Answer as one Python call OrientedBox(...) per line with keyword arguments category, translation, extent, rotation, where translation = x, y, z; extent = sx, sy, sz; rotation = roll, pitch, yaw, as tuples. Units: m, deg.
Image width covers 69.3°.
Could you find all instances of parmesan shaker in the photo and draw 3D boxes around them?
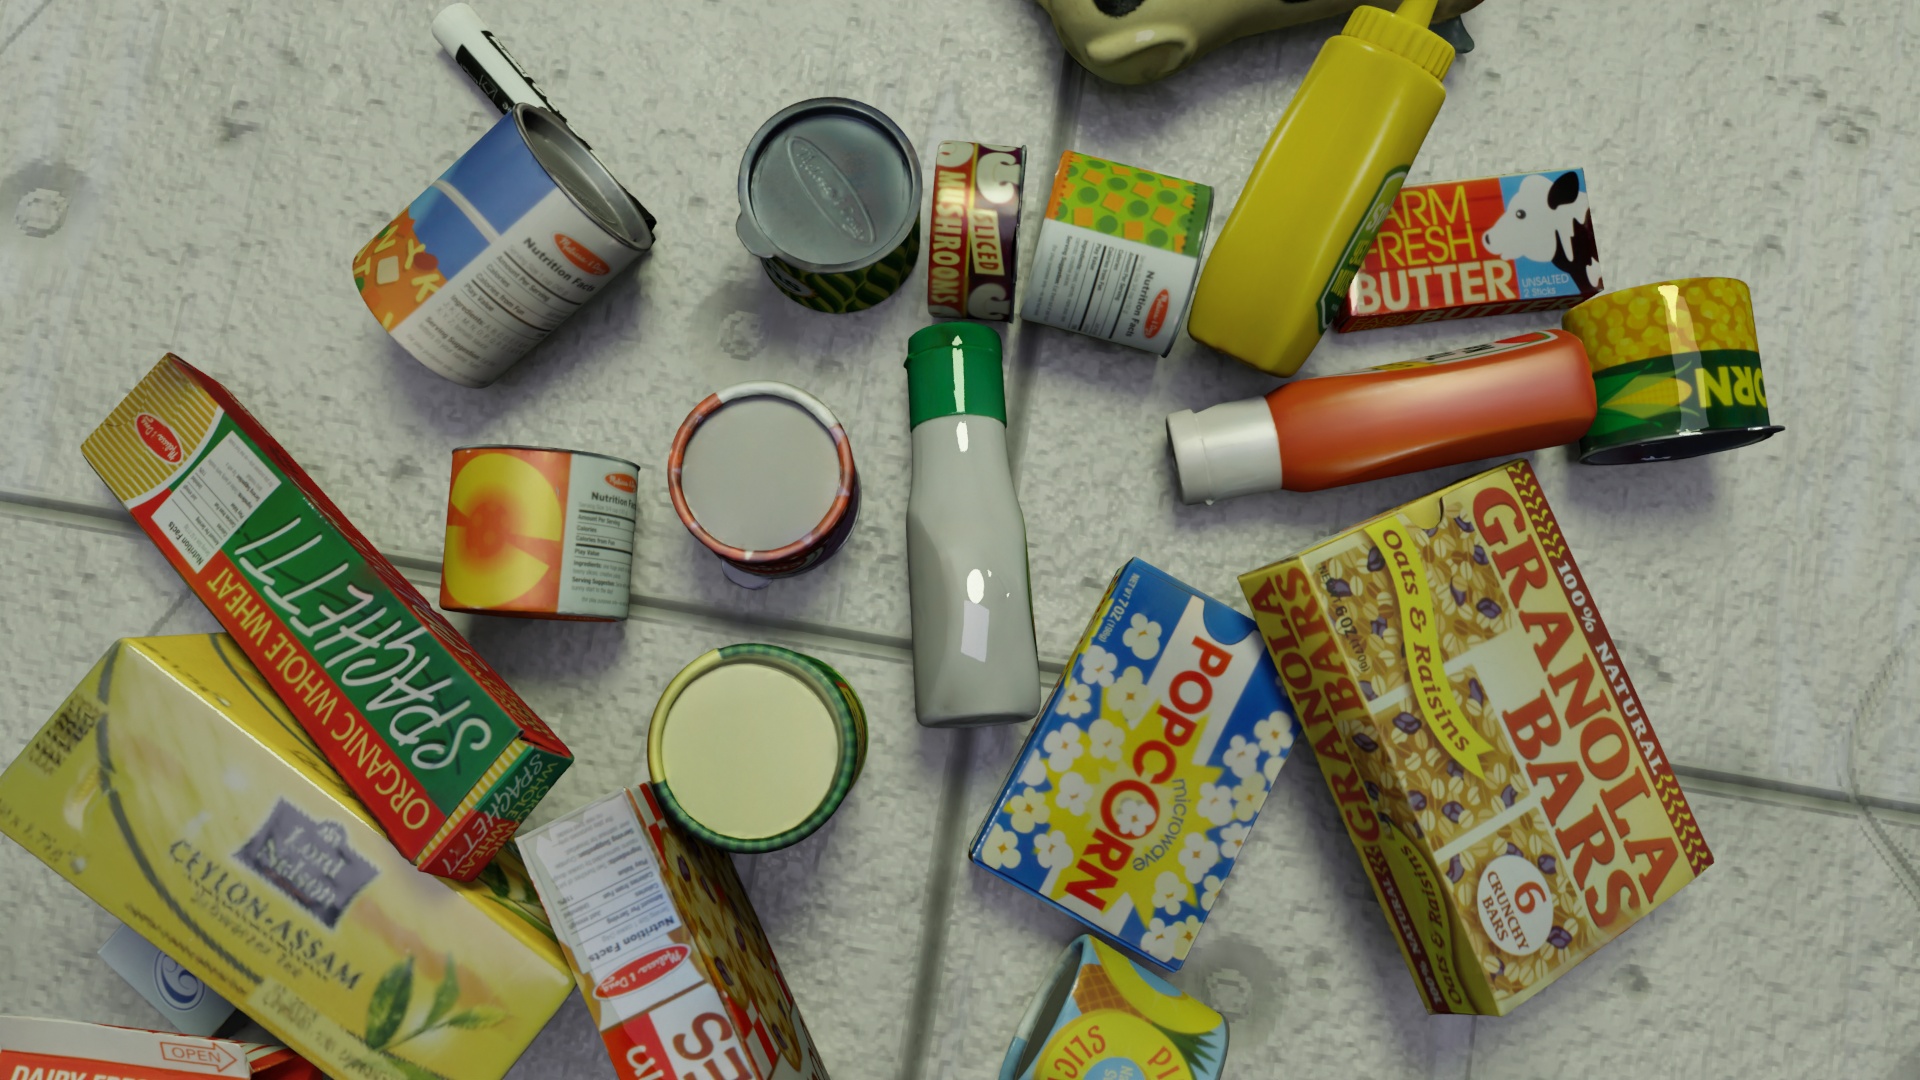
OrientedBox(category="parmesan shaker", translation=(-0.067, 0.072, 0.478), extent=(0.071, 0.103, 0.071), rotation=(0, 84, -2))

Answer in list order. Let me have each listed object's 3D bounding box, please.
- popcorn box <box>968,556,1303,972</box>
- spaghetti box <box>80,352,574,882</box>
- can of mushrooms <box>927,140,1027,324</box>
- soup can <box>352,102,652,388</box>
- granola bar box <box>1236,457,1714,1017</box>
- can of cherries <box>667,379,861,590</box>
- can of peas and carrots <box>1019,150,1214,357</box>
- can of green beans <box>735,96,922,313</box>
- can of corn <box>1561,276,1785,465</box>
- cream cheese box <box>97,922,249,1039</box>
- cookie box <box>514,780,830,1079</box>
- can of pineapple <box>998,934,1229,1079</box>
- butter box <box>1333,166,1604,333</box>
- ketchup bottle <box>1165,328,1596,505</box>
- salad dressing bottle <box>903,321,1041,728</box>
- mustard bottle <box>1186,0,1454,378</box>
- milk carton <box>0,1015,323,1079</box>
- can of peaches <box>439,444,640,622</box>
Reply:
OrientedBox(category="popcorn box", translation=(0.069, 0.082, 0.515), extent=(0.085, 0.038, 0.127), rotation=(29, 83, 2))
OrientedBox(category="spaghetti box", translation=(-0.218, 0.016, 0.460), extent=(0.250, 0.028, 0.050), rotation=(36, 83, 30))
OrientedBox(category="can of mushrooms", translation=(0.006, -0.115, 0.520), extent=(0.033, 0.071, 0.071), rotation=(5, 83, 0))
OrientedBox(category="soup can", translation=(-0.167, -0.108, 0.506), extent=(0.083, 0.071, 0.071), rotation=(-37, 86, 11))
OrientedBox(category="granola bar box", translation=(0.187, 0.065, 0.499), extent=(0.125, 0.039, 0.165), rotation=(-20, 84, -29))
OrientedBox(category="can of cherries", translation=(-0.071, -0.019, 0.511), extent=(0.071, 0.058, 0.071), rotation=(0, 83, -2))
OrientedBox(category="can of peas and carrots", translation=(0.059, -0.109, 0.525), extent=(0.059, 0.071, 0.071), rotation=(15, 83, 0))
OrientedBox(category="can of green beans", translation=(-0.048, -0.125, 0.525), extent=(0.071, 0.057, 0.071), rotation=(0, 84, -2))
OrientedBox(category="can of corn", translation=(0.268, -0.063, 0.524), extent=(0.071, 0.071, 0.058), rotation=(-4, 83, -3))
OrientedBox(category="cream cheese box", translation=(-0.253, 0.125, 0.504), extent=(0.053, 0.024, 0.104), rotation=(39, 83, 4))
OrientedBox(category="cookie box", translation=(-0.079, 0.160, 0.456), extent=(0.040, 0.123, 0.167), rotation=(-25, 85, -6))
OrientedBox(category="can of pineapple", translation=(0.053, 0.182, 0.486), extent=(0.058, 0.071, 0.071), rotation=(30, 83, 2))
OrientedBox(category="butter box", translation=(0.197, -0.115, 0.551), extent=(0.103, 0.024, 0.053), rotation=(-7, 83, -3))
OrientedBox(category="ketchup bottle", translation=(0.154, -0.044, 0.524), extent=(0.149, 0.065, 0.043), rotation=(-11, 89, 5))
OrientedBox(category="salad dressing bottle", translation=(0.002, -0.006, 0.514), extent=(0.044, 0.064, 0.148), rotation=(0, 76, -13))
OrientedBox(category="mustard bottle", translation=(0.137, -0.138, 0.502), extent=(0.049, 0.065, 0.159), rotation=(30, 107, 17))
OrientedBox(category="milk carton", translation=(-0.240, 0.216, 0.422), extent=(0.072, 0.074, 0.189), rotation=(6, 118, -1))
OrientedBox(category="can of peaches", translation=(-0.154, -0.001, 0.503), extent=(0.071, 0.071, 0.058), rotation=(3, 84, -2))
